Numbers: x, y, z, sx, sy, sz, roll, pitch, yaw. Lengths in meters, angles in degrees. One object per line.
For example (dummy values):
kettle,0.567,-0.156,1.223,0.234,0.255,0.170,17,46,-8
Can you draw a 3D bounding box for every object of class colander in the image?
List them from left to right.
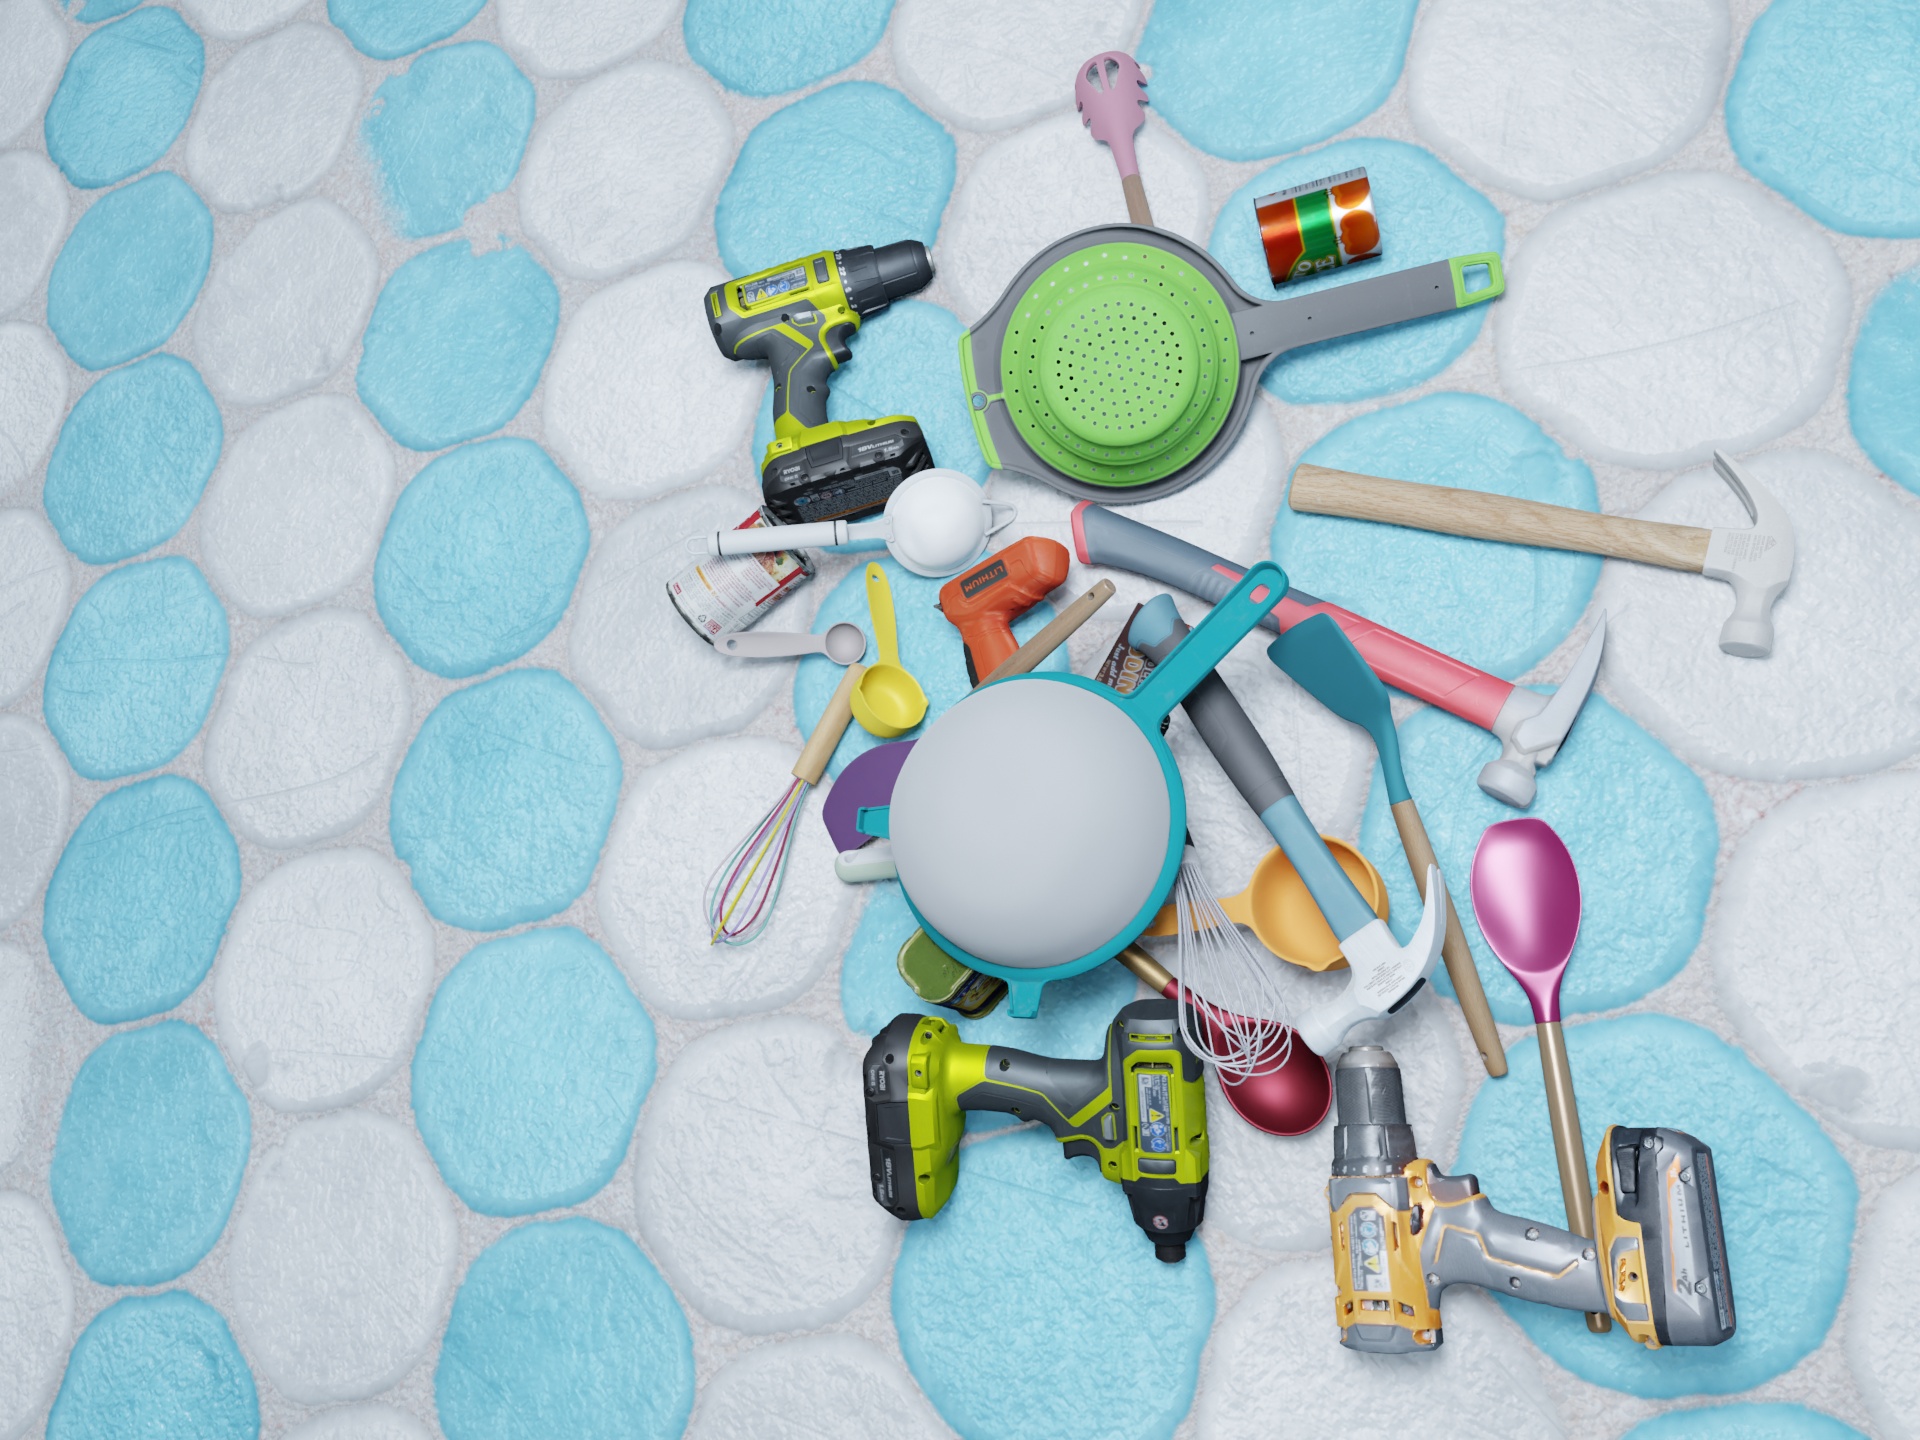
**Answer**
colander,0.193,-0.273,1.135,0.397,0.094,0.204,-12,101,8

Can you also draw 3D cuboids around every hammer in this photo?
hammer,0.202,0.048,1.057,0.128,0.033,0.331,-38,60,15
hammer,0.252,-0.085,1.128,0.386,0.038,0.143,28,85,25
hammer,0.391,-0.139,1.094,0.331,0.031,0.130,14,81,23

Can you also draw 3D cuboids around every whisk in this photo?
whisk,-0.131,0.065,1.226,0.051,0.047,0.245,24,81,25
whisk,0.017,0.095,1.159,0.246,0.059,0.058,-9,33,24
whisk,0.153,0.118,1.046,0.070,0.070,0.285,-25,40,12

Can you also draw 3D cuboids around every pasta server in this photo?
pasta server,0.144,-0.403,1.264,0.060,0.040,0.316,-16,74,16

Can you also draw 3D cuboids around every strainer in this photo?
strainer,-0.084,-0.143,1.222,0.258,0.050,0.086,-5,113,0
strainer,0.077,0.016,1.024,0.340,0.095,0.211,-46,64,10

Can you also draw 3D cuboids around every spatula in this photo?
spatula,-0.002,-0.004,1.149,0.316,0.018,0.060,-41,64,31
spatula,0.289,0.081,1.046,0.044,0.082,0.318,-13,78,-23

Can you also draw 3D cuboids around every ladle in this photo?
ladle,0.120,0.165,1.086,0.315,0.031,0.069,39,93,15

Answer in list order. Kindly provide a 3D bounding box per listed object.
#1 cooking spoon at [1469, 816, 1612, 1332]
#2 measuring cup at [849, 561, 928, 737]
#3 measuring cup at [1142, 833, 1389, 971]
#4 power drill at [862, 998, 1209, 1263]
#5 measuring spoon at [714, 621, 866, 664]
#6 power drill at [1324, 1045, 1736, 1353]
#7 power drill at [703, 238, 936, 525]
cooking spoon,0.377,0.218,1.008,0.069,0.017,0.319,-12,71,26
measuring cup,-0.064,-0.055,1.239,0.029,0.062,0.157,-46,43,44
measuring cup,0.205,0.132,1.081,0.173,0.052,0.095,-13,68,28
power drill,0.054,0.275,1.069,0.223,0.080,0.171,-2,97,18
measuring spoon,-0.134,-0.061,1.263,0.124,0.018,0.034,0,96,9
power drill,0.330,0.286,0.962,0.226,0.084,0.185,-12,70,32
power drill,-0.096,-0.283,1.289,0.190,0.080,0.229,-16,67,5
